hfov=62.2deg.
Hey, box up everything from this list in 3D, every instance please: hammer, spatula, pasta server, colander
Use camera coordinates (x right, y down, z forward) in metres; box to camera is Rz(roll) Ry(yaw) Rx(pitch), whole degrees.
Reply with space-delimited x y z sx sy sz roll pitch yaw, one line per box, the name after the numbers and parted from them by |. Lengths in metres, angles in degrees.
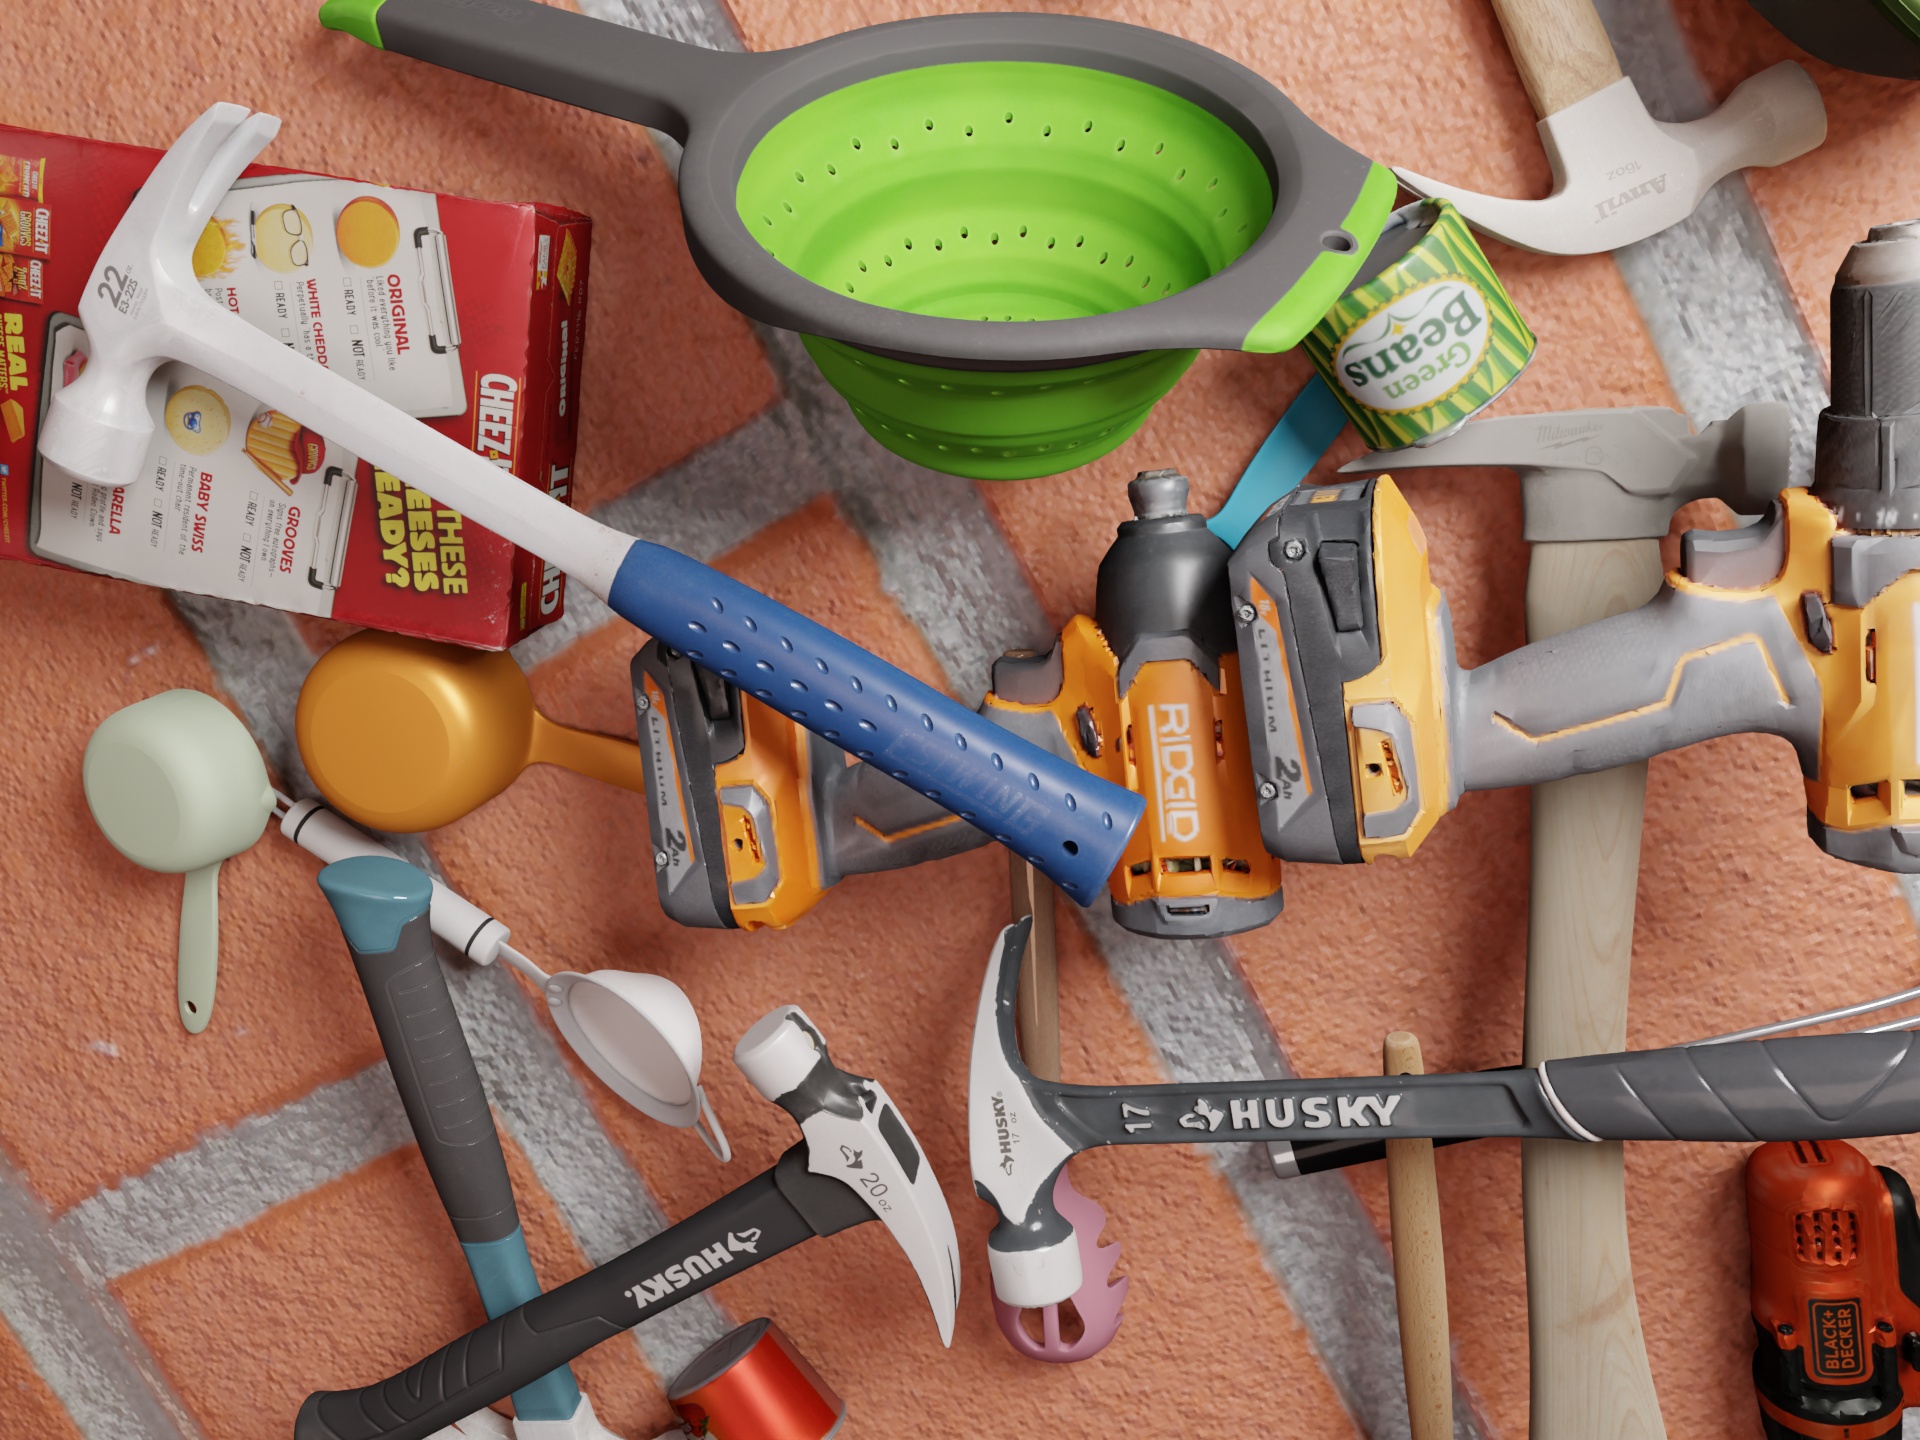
-0.152 0.250 0.662 0.335 0.035 0.146 -32 103 18 | hammer
-0.207 0.209 0.690 0.128 0.033 0.330 -7 111 11 | hammer
0.212 0.097 0.573 0.146 0.038 0.410 1 96 22 | hammer
0.187 0.265 0.645 0.082 0.044 0.317 -5 107 12 | spatula
0.189 0.127 0.549 0.409 0.036 0.149 -9 92 23 | hammer
0.033 0.127 0.656 0.060 0.040 0.316 -2 100 9 | pasta server
0.156 -0.310 0.522 0.130 0.031 0.331 -25 99 14 | hammer
-0.121 -0.060 0.539 0.405 0.035 0.144 29 106 5 | hammer
-0.058 -0.176 0.557 0.397 0.204 0.094 22 142 19 | colander

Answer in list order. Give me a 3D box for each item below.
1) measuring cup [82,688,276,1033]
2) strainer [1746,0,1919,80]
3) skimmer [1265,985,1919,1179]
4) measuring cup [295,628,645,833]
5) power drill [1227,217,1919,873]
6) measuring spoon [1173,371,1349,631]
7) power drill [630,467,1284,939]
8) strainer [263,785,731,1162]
-0.342 0.069 0.687 0.083 0.038 0.167 17 111 18 | measuring cup
0.242 -0.290 0.477 0.256 0.069 0.151 48 65 -8 | strainer
0.288 0.126 0.580 0.363 0.090 0.127 -17 88 14 | skimmer
-0.185 0.013 0.645 0.173 0.052 0.095 15 106 7 | measuring cup
0.201 -0.044 0.485 0.226 0.084 0.185 -4 107 21 | power drill
0.112 -0.088 0.596 0.042 0.021 0.128 36 97 -7 | measuring spoon
-0.001 -0.002 0.586 0.226 0.084 0.164 -3 98 16 | power drill
-0.192 0.096 0.675 0.258 0.050 0.086 32 141 6 | strainer
